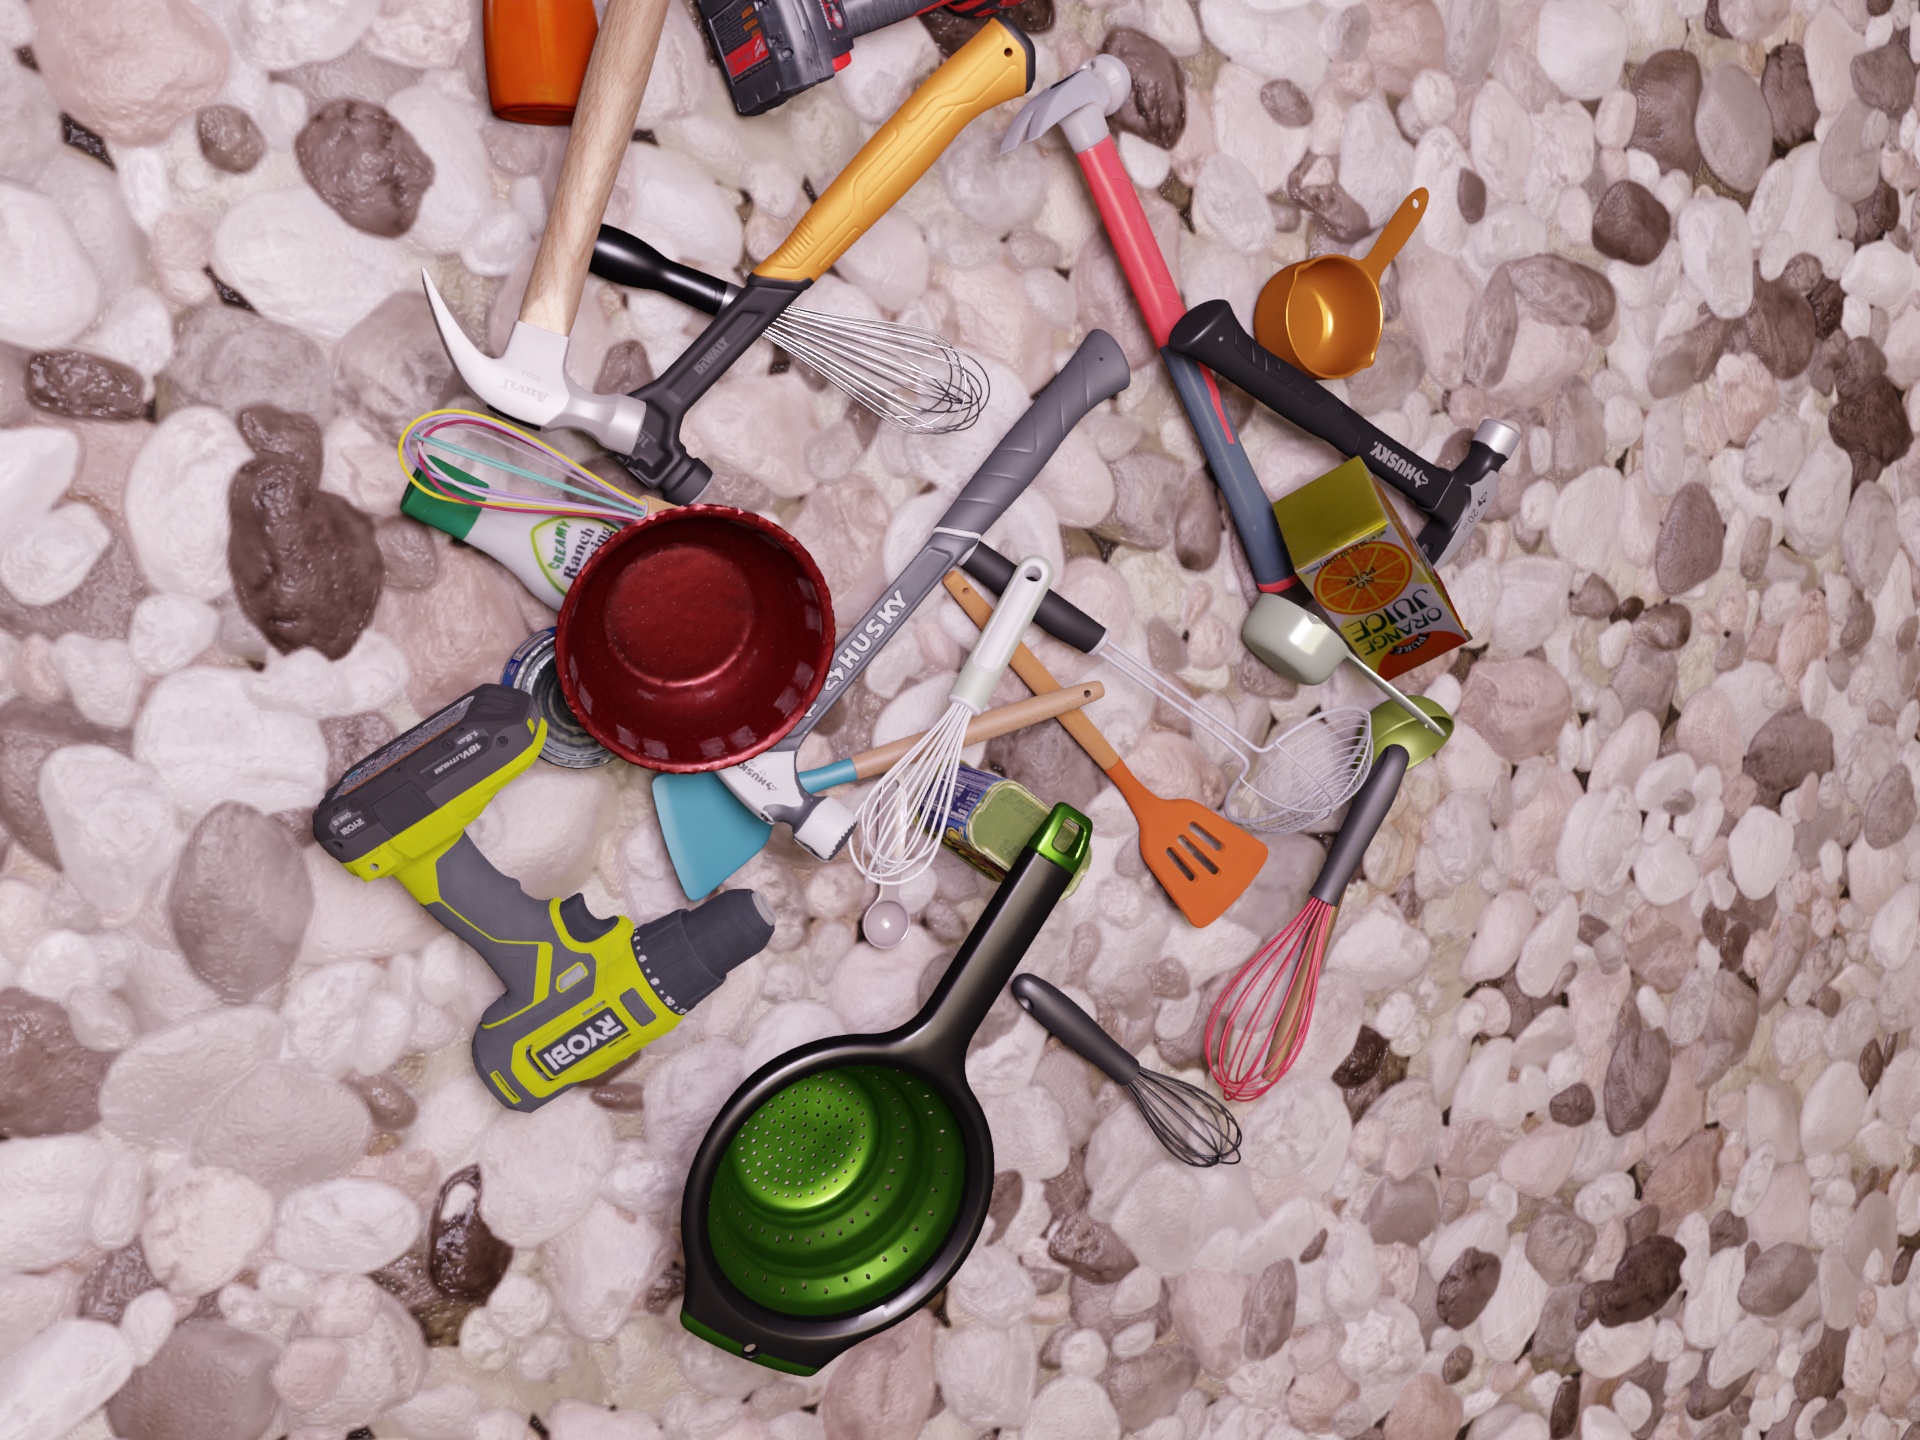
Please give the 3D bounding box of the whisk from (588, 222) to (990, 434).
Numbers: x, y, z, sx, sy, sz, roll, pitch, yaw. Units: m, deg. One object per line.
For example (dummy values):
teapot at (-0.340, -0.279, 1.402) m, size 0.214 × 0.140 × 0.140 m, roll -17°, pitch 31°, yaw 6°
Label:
whisk at (-0.109, -0.244, 0.974) m, size 0.284 × 0.070 × 0.070 m, roll 19°, pitch 88°, yaw -23°

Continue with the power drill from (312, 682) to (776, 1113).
power drill at (-0.236, 0.096, 0.916) m, size 0.190 × 0.080 × 0.228 m, roll -32°, pitch 110°, yaw 3°

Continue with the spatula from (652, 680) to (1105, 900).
spatula at (-0.043, 0.026, 1.037) m, size 0.317 × 0.044 × 0.082 m, roll -18°, pitch 97°, yaw -17°

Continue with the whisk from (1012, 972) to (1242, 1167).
whisk at (0.123, 0.256, 1.159) m, size 0.238 × 0.055 × 0.055 m, roll 42°, pitch 78°, yaw -21°

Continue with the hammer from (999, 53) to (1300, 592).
hammer at (0.145, -0.248, 1.086) m, size 0.386 × 0.038 × 0.143 m, roll 61°, pitch 41°, yaw -23°

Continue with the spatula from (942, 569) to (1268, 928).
spatula at (0.096, 0.014, 1.117) m, size 0.081 × 0.041 × 0.322 m, roll -46°, pitch 113°, yaw -9°

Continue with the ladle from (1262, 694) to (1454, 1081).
ladle at (0.300, 0.132, 1.227) m, size 0.078 × 0.062 × 0.320 m, roll 18°, pitch 91°, yaw -45°

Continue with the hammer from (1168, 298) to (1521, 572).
hammer at (0.268, -0.205, 1.134) m, size 0.334 × 0.035 × 0.146 m, roll 21°, pitch 101°, yaw -37°

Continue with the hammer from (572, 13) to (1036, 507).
hammer at (-0.092, -0.277, 0.915) m, size 0.337 × 0.034 × 0.127 m, roll -43°, pitch 115°, yaw 11°

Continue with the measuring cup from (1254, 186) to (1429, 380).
measuring cup at (0.280, -0.323, 1.163) m, size 0.095 × 0.052 × 0.174 m, roll 43°, pitch 75°, yaw -24°

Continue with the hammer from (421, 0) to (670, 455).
hammer at (-0.200, -0.321, 0.871) m, size 0.130 × 0.031 × 0.331 m, roll 16°, pitch 84°, yaw -18°

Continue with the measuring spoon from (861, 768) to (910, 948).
measuring spoon at (-0.050, 0.091, 1.071) m, size 0.034 × 0.018 × 0.124 m, roll 4°, pitch 88°, yaw -27°

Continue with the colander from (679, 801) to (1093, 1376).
colander at (-0.044, 0.218, 1.027) m, size 0.204 × 0.095 × 0.397 m, roll 34°, pitch 87°, yaw -25°

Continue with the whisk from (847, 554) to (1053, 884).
whisk at (-0.002, -0.003, 1.020) m, size 0.058 × 0.059 × 0.246 m, roll 27°, pitch 75°, yaw 6°

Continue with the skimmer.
skimmer at (0.144, -0.034, 1.134) m, size 0.363 × 0.090 × 0.127 m, roll 34°, pitch 116°, yaw -15°

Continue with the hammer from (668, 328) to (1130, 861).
hammer at (-0.019, -0.108, 1.027) m, size 0.149 × 0.036 × 0.409 m, roll 36°, pitch 71°, yaw 6°

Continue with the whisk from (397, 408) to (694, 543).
whisk at (-0.205, -0.123, 0.915) m, size 0.244 × 0.051 × 0.047 m, roll 16°, pitch 85°, yaw -40°

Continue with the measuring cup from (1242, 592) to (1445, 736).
measuring cup at (0.277, -0.029, 1.159) m, size 0.167 × 0.083 × 0.038 m, roll 38°, pitch 88°, yaw 3°

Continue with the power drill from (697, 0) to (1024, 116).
power drill at (-0.032, -0.436, 0.941) m, size 0.219 × 0.143 × 0.078 m, roll -27°, pitch 111°, yaw -19°

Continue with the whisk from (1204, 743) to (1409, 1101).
whisk at (0.261, 0.151, 1.185) m, size 0.073 × 0.073 × 0.296 m, roll 24°, pitch 94°, yaw -27°
